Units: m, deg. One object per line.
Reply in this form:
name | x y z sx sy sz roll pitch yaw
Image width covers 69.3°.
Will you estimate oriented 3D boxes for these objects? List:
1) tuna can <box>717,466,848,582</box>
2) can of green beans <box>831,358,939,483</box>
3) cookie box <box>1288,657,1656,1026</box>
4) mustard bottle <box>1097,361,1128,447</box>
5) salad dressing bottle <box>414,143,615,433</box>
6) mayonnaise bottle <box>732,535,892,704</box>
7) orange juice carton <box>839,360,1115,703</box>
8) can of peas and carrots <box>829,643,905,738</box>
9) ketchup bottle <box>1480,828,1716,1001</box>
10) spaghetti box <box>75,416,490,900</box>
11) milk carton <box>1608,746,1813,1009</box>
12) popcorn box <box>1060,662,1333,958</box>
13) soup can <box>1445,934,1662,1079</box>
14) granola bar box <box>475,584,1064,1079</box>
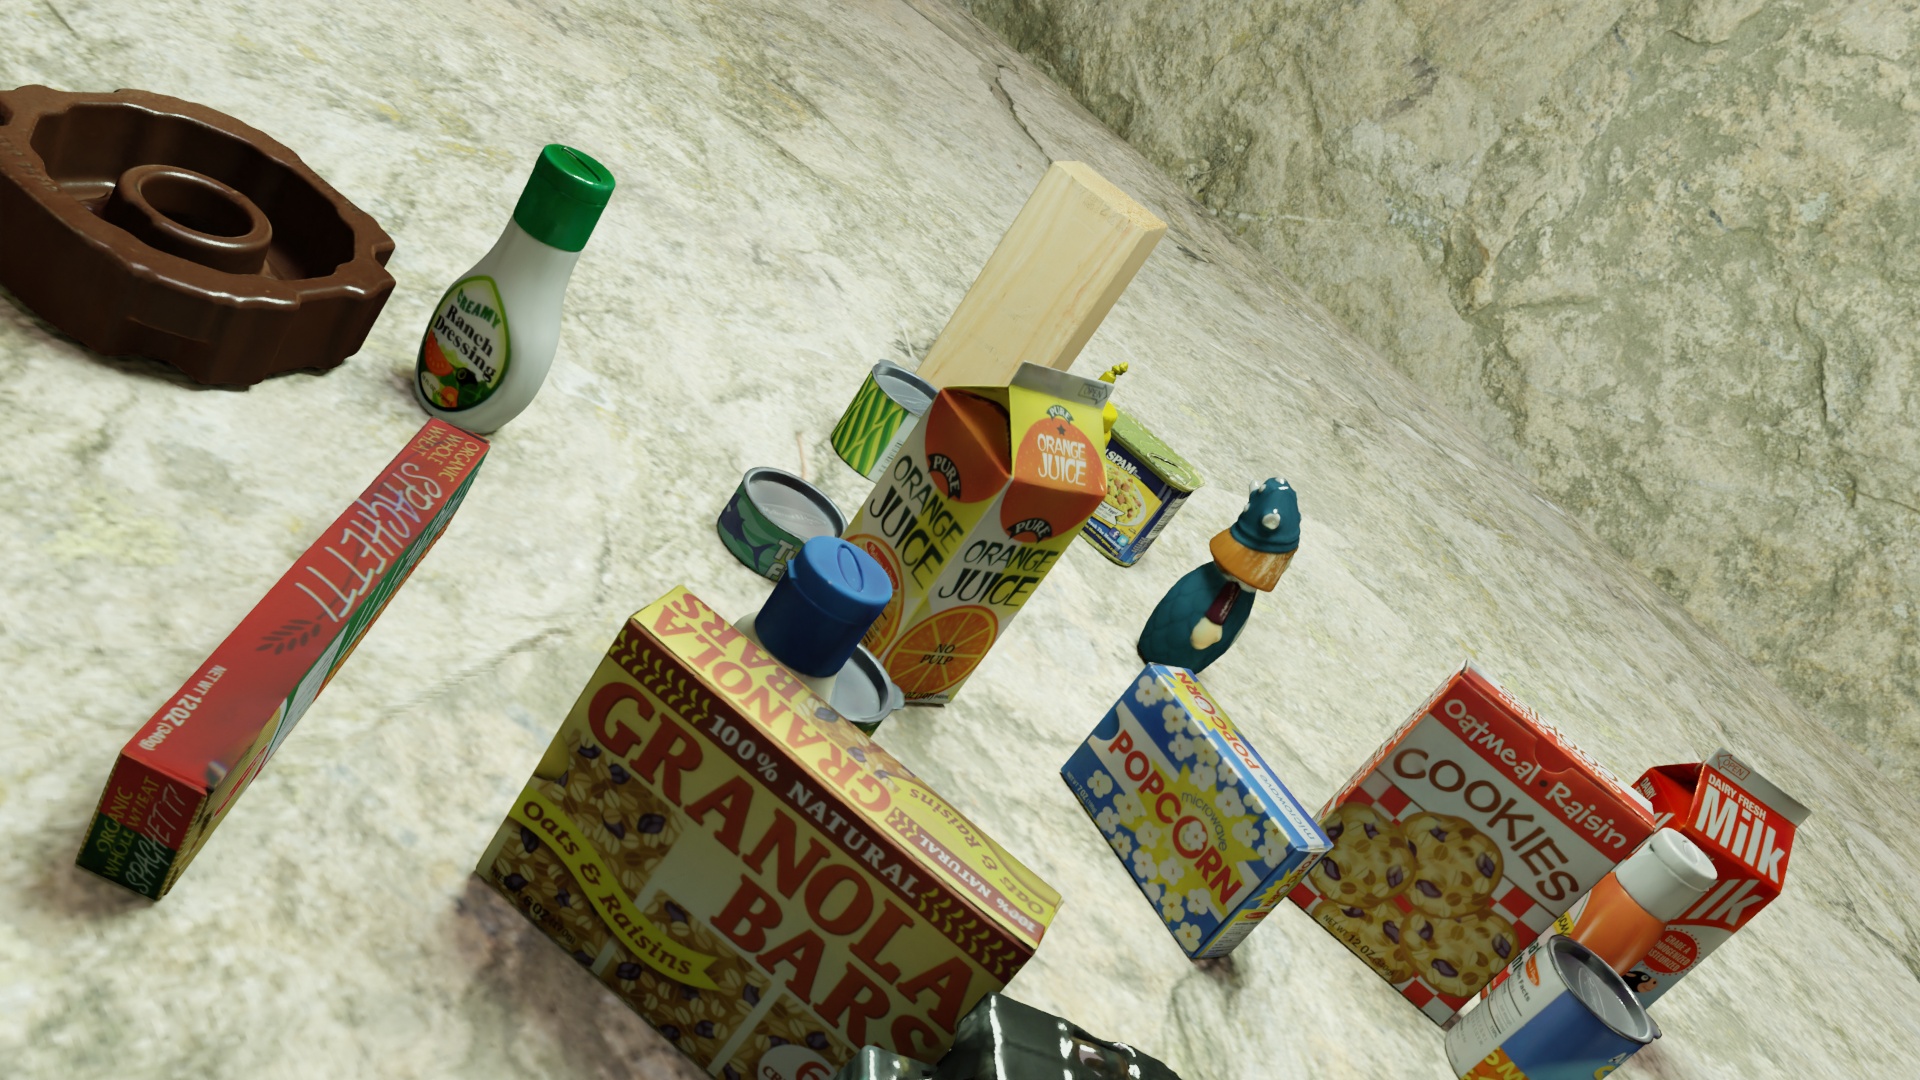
tuna can | -0.097 -0.006 0.764 0.071 0.032 0.071 29 24 -14
can of green beans | -0.045 -0.077 0.932 0.071 0.057 0.071 29 24 -14
cookie box | 0.271 0.166 0.762 0.123 0.166 0.040 40 24 11
mustard bottle | 0.056 -0.054 0.896 0.065 0.159 0.049 40 24 10
salad dressing bottle | -0.217 -0.122 0.678 0.064 0.147 0.044 42 24 15
mayonnaise bottle | -0.077 0.065 0.515 0.041 0.147 0.065 23 26 -27
orange juice carton | 0.003 -0.009 0.702 0.072 0.192 0.073 10 34 -45
can of peas and carrots | -0.070 0.077 0.614 0.071 0.058 0.071 29 24 -14
ketchup bottle | 0.364 0.227 0.795 0.043 0.148 0.065 39 24 9
spaghetti box | -0.231 0.026 0.506 0.028 0.050 0.251 30 24 -13
milk carton | 0.423 0.211 0.851 0.072 0.189 0.074 34 23 -3
popcorn box | 0.118 0.138 0.716 0.038 0.085 0.127 10 34 -45
soup can | 0.314 0.265 0.739 0.071 0.083 0.072 29 24 -14
granola bar box | -0.068 0.115 0.465 0.165 0.123 0.039 38 23 6
